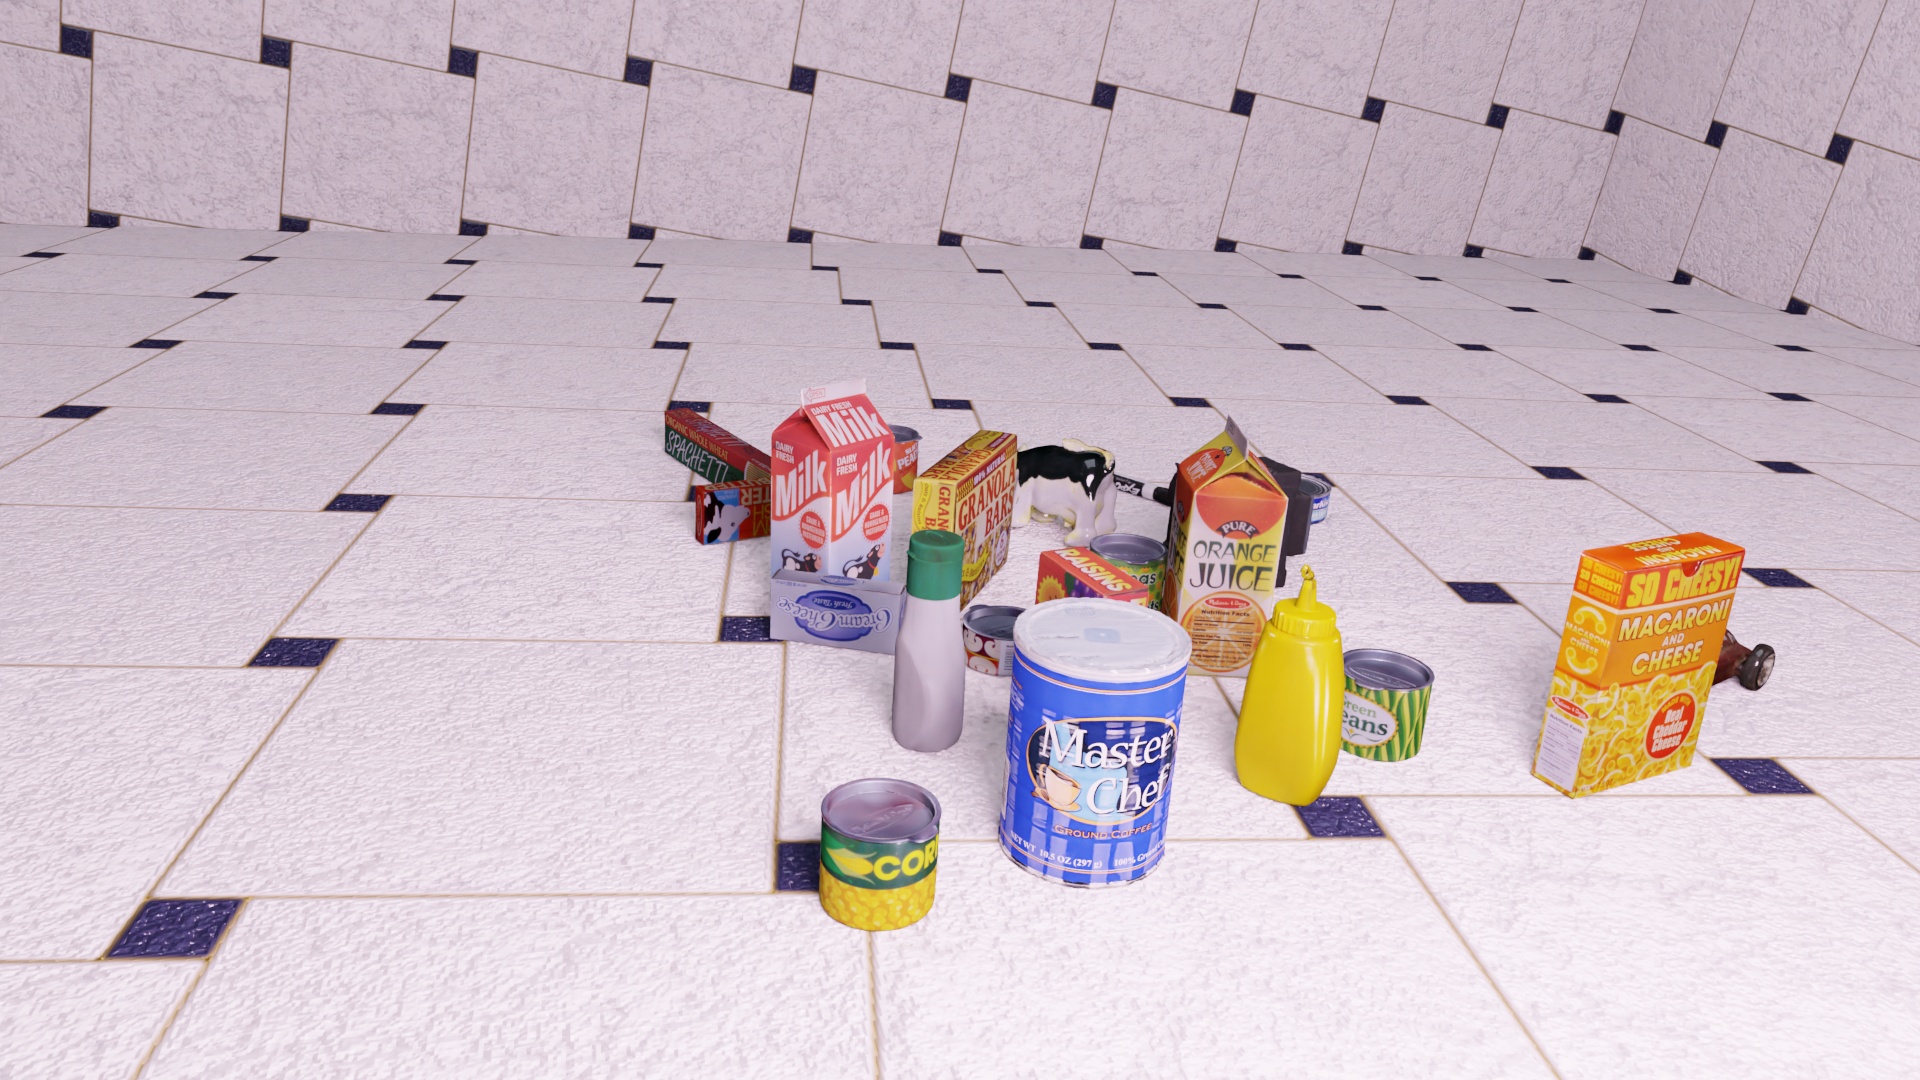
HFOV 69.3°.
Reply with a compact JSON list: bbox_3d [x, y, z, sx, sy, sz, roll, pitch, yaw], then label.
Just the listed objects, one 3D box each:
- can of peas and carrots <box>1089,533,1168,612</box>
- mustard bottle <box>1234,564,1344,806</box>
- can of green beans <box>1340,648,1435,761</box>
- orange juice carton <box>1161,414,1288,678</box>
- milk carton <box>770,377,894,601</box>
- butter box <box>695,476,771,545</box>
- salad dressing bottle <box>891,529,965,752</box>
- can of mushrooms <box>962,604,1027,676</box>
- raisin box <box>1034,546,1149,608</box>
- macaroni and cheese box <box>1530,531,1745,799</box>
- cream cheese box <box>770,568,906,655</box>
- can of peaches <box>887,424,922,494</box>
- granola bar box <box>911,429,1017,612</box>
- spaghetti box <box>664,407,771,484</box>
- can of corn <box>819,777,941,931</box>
[{"bbox_3d":[0.140,0.033,1.176,0.071,0.058,0.071,3,20,-1],"label":"can of peas and carrots"},{"bbox_3d":[0.216,0.089,0.892,0.065,0.159,0.049,15,23,29],"label":"mustard bottle"},{"bbox_3d":[0.296,0.116,0.981,0.071,0.057,0.071,3,20,-1],"label":"can of green beans"},{"bbox_3d":[0.202,0.004,1.071,0.073,0.191,0.072,3,20,-2],"label":"orange juice carton"},{"bbox_3d":[-0.104,-0.035,1.128,0.073,0.189,0.072,20,25,37],"label":"milk carton"},{"bbox_3d":[-0.195,-0.029,1.292,0.104,0.053,0.024,-9,24,-31],"label":"butter box"},{"bbox_3d":[-0.020,0.067,0.929,0.044,0.147,0.064,-6,22,-24],"label":"salad dressing bottle"},{"bbox_3d":[0.032,0.076,1.076,0.071,0.033,0.071,3,20,-1],"label":"can of mushrooms"},{"bbox_3d":[0.086,0.076,0.958,0.040,0.123,0.086,-7,22,-26],"label":"raisin box"},{"bbox_3d":[0.460,0.084,0.941,0.124,0.165,0.040,-7,23,-27],"label":"macaroni and cheese box"},{"bbox_3d":[-0.095,0.055,1.081,0.104,0.053,0.024,7,20,8],"label":"cream cheese box"},{"bbox_3d":[-0.075,-0.085,1.456,0.071,0.057,0.071,3,20,-1],"label":"can of peaches"},{"bbox_3d":[0.004,-0.015,1.187,0.039,0.123,0.166,10,21,17],"label":"granola bar box"},{"bbox_3d":[-0.243,-0.083,1.431,0.029,0.050,0.250,-11,25,-34],"label":"spaghetti box"},{"bbox_3d":[-0.043,0.174,0.766,0.071,0.058,0.071,3,20,-1],"label":"can of corn"}]
